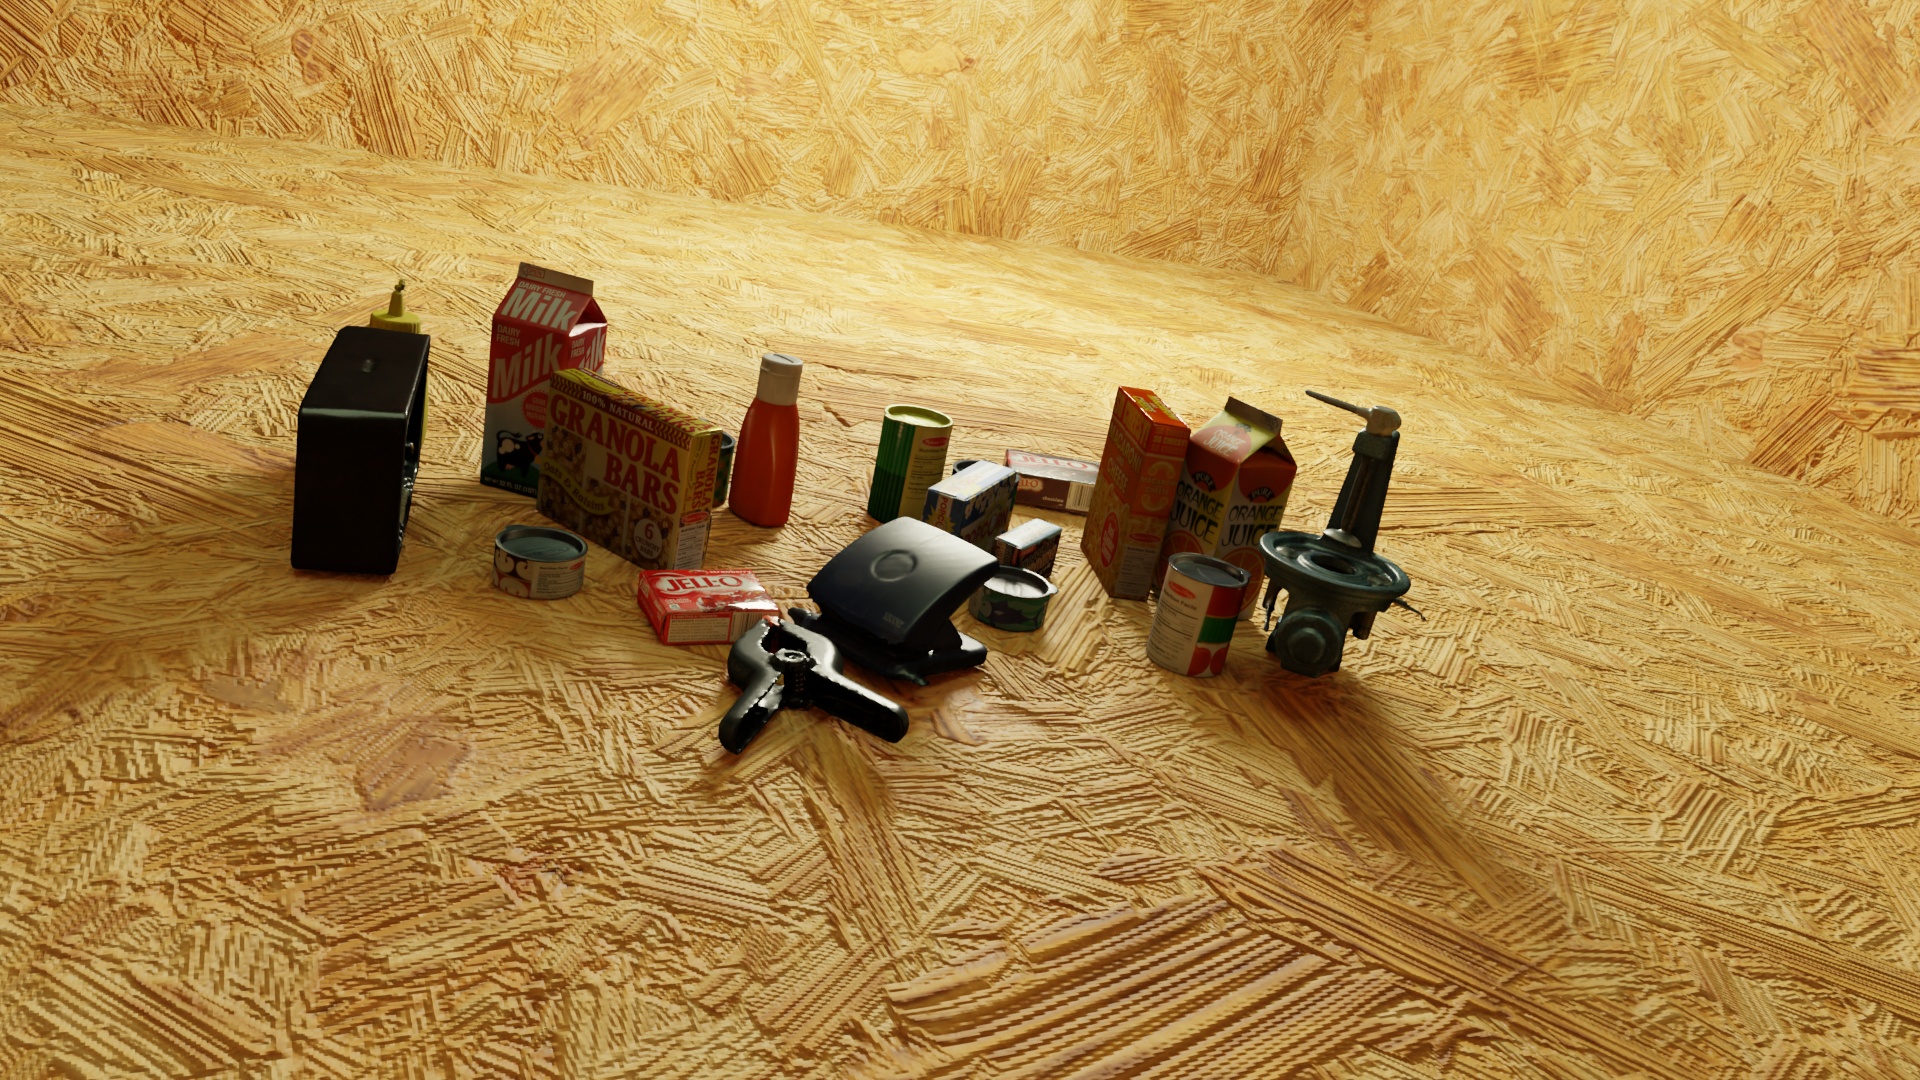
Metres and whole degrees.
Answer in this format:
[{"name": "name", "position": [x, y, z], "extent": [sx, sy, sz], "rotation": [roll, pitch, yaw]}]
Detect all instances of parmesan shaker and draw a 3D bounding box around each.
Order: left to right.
[{"name": "parmesan shaker", "position": [-0.051, -0.070, 1.313], "extent": [0.071, 0.102, 0.071], "rotation": [11, 20, -4]}]

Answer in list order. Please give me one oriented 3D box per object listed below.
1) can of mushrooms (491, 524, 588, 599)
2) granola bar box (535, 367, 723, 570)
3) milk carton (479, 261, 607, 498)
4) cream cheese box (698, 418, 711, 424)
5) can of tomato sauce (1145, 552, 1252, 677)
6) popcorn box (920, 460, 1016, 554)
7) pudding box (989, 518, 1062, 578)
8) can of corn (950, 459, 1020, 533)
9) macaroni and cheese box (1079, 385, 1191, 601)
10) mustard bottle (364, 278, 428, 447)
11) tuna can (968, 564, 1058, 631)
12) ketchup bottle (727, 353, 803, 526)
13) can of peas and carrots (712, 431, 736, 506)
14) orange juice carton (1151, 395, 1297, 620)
[{"name": "can of mushrooms", "position": [-0.314, 0.015, 1.032], "extent": [0.071, 0.033, 0.071], "rotation": [11, 20, -4]}, {"name": "granola bar box", "position": [-0.268, -0.055, 1.117], "extent": [0.166, 0.123, 0.039], "rotation": [24, 23, 30]}, {"name": "milk carton", "position": [-0.356, -0.138, 1.191], "extent": [0.072, 0.189, 0.074], "rotation": [15, 20, 8]}, {"name": "cream cheese box", "position": [-0.286, -0.087, 1.295], "extent": [0.104, 0.053, 0.024], "rotation": [-1, 24, -33]}, {"name": "can of tomato sauce", "position": [0.194, 0.061, 1.134], "extent": [0.071, 0.082, 0.071], "rotation": [11, 20, -4]}, {"name": "popcorn box", "position": [0.004, -0.015, 1.225], "extent": [0.038, 0.085, 0.127], "rotation": [19, 21, 18]}, {"name": "pudding box", "position": [0.055, 0.014, 1.227], "extent": [0.030, 0.049, 0.084], "rotation": [21, 22, 24]}, {"name": "can of corn", "position": [0.020, -0.041, 1.341], "extent": [0.071, 0.058, 0.071], "rotation": [11, 20, -4]}, {"name": "macaroni and cheese box", "position": [0.159, -0.045, 1.277], "extent": [0.040, 0.165, 0.124], "rotation": [8, 20, -12]}, {"name": "mustard bottle", "position": [-0.482, -0.142, 1.174], "extent": [0.065, 0.159, 0.049], "rotation": [5, 21, -21]}, {"name": "tuna can", "position": [0.043, 0.048, 1.153], "extent": [0.071, 0.032, 0.071], "rotation": [11, 20, -4]}, {"name": "ketchup bottle", "position": [-0.170, -0.090, 1.232], "extent": [0.044, 0.148, 0.065], "rotation": [-8, 28, -44]}, {"name": "can of peas and carrots", "position": [-0.243, -0.068, 1.260], "extent": [0.071, 0.058, 0.071], "rotation": [11, 20, -4]}, {"name": "orange juice carton", "position": [0.237, -0.028, 1.239], "extent": [0.073, 0.192, 0.072], "rotation": [-1, 23, -33]}]
